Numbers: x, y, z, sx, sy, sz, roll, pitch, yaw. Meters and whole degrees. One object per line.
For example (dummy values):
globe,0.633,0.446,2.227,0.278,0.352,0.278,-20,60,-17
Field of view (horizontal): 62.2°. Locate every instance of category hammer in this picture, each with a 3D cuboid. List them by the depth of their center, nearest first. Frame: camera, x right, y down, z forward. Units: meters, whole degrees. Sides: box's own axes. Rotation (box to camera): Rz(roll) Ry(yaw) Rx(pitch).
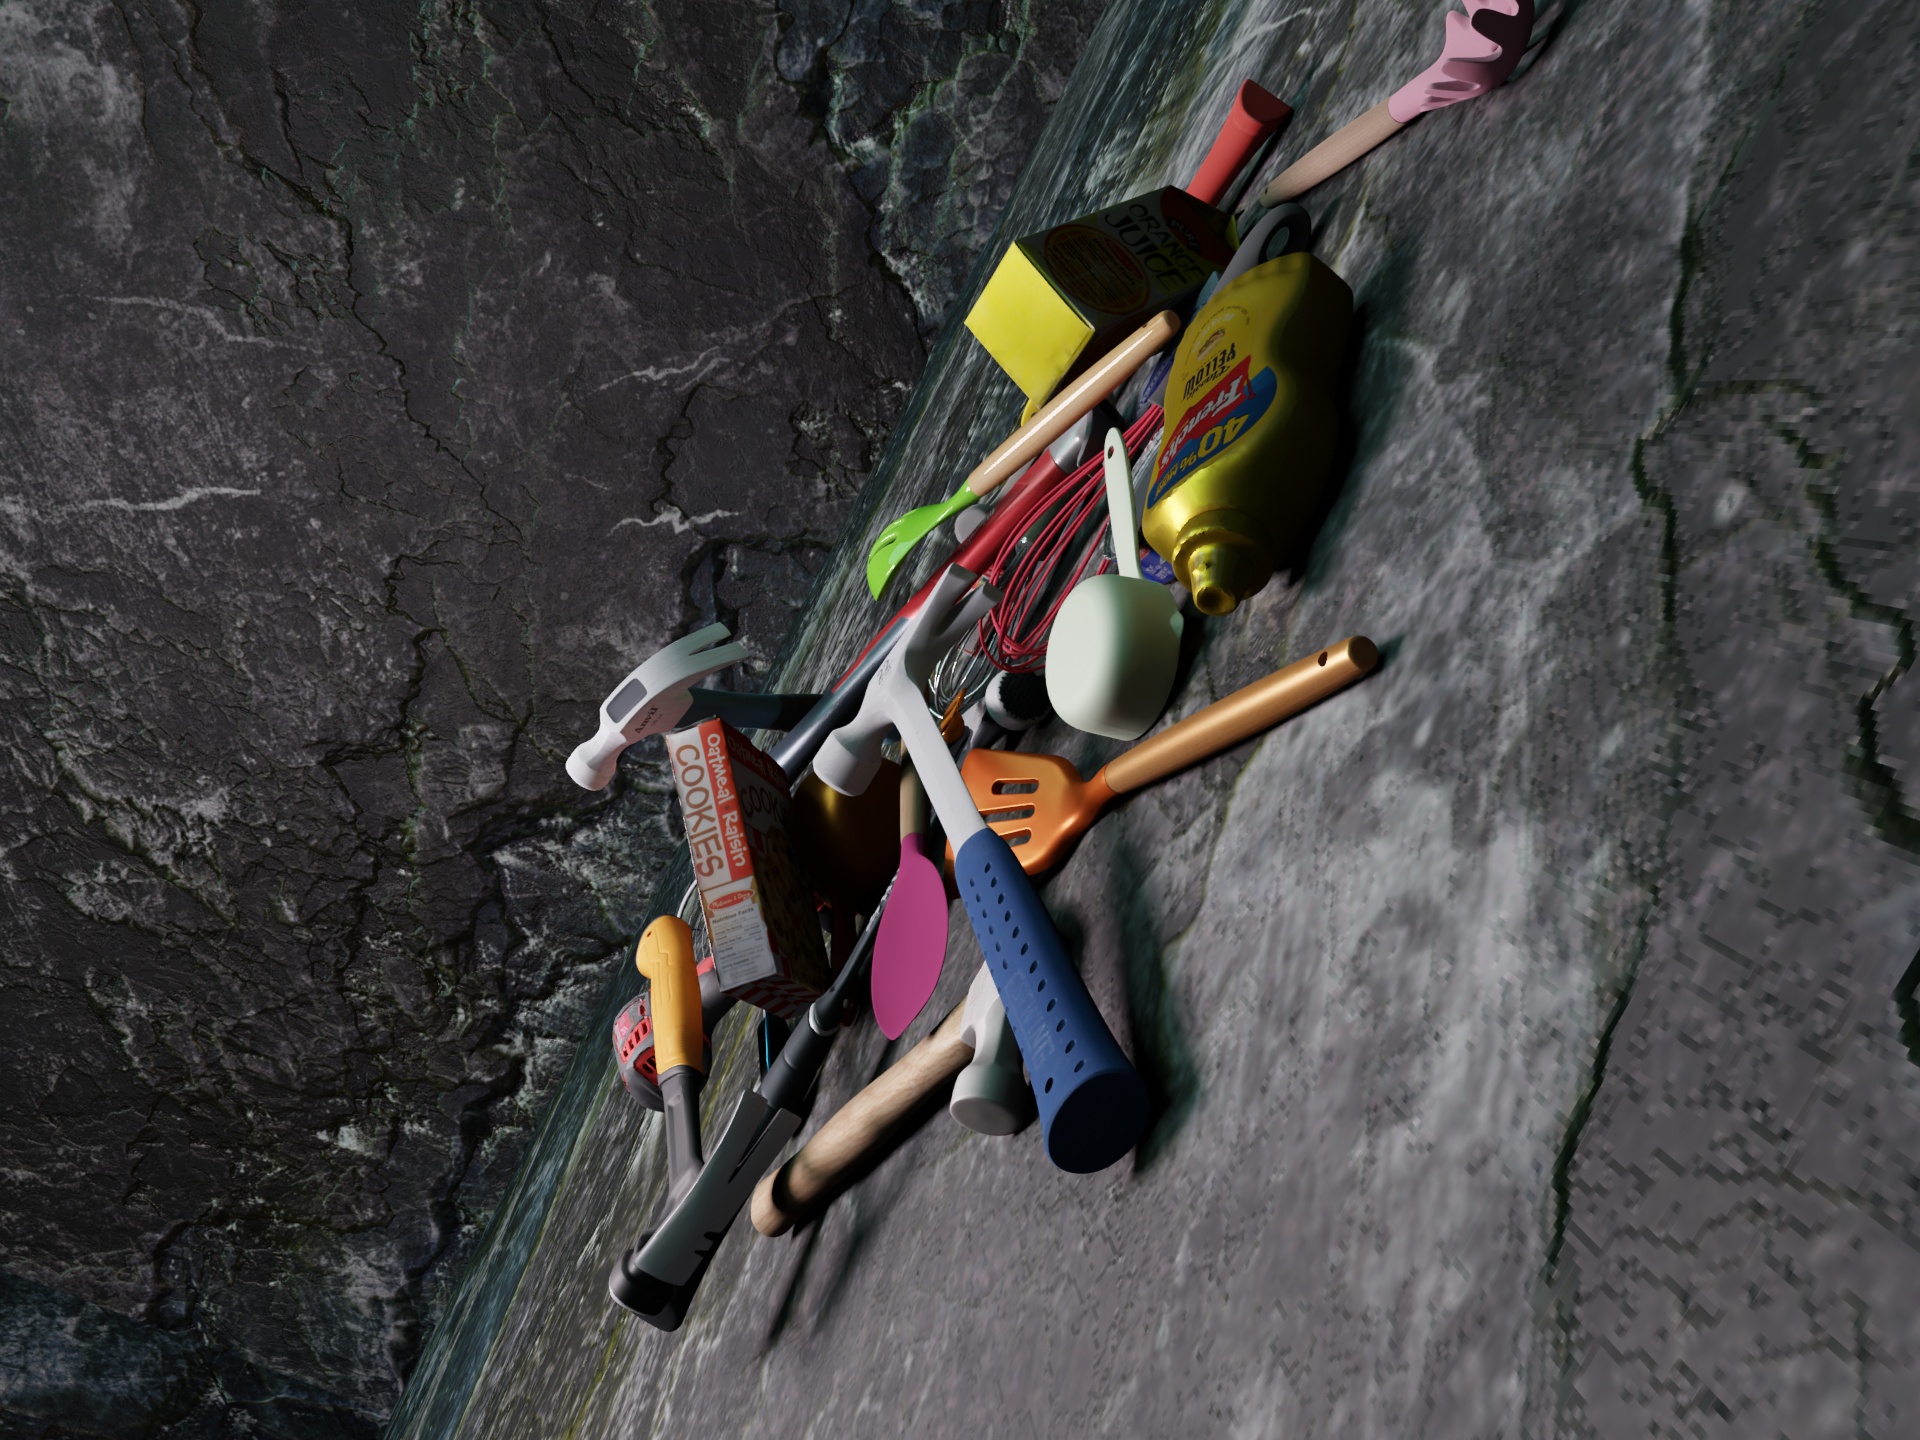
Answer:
hammer,0.007,0.049,0.705,0.144,0.035,0.406,-56,23,13
hammer,-0.038,0.191,0.793,0.331,0.031,0.130,-51,17,48
hammer,-0.071,0.153,0.909,0.409,0.036,0.149,-60,8,-18
hammer,-0.160,0.191,0.928,0.127,0.034,0.337,-54,21,7
hammer,-0.031,-0.056,1.038,0.386,0.038,0.143,-46,20,25
hammer,0.112,-0.277,1.119,0.359,0.037,0.149,-56,-1,23
hammer,-0.132,-0.005,1.149,0.128,0.033,0.331,-50,-24,20

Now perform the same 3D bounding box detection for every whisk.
whisk,0.102,-0.152,0.870,0.296,0.073,0.073,-57,12,8
whisk,0.044,-0.107,1.063,0.059,0.057,0.246,18,73,36

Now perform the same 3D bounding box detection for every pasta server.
pasta server,0.203,-0.302,0.796,0.316,0.040,0.060,-151,77,-80

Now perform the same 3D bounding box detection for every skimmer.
skimmer,-0.170,0.196,1.220,0.127,0.090,0.363,-49,13,2

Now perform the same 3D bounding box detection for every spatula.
spatula,0.070,0.017,0.672,0.322,0.041,0.081,144,139,-64

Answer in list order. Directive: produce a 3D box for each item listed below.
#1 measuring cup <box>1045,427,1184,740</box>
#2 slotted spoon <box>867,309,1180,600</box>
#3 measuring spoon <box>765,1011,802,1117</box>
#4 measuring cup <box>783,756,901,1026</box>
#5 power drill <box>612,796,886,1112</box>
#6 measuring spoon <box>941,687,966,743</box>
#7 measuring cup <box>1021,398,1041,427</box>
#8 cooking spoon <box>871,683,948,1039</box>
measuring cup,0.066,-0.072,0.759,0.083,0.038,0.168,135,137,-56
slotted spoon,0.025,-0.154,0.949,0.313,0.031,0.070,-33,21,49
measuring spoon,-0.116,0.205,1.033,0.042,0.021,0.129,104,162,-69
measuring cup,-0.060,0.105,1.015,0.052,0.095,0.174,-25,59,46
power drill,-0.160,0.165,1.125,0.219,0.078,0.143,-49,17,-5
measuring spoon,-0.001,-0.003,0.927,0.021,0.011,0.117,-54,4,10
measuring cup,0.091,-0.277,1.183,0.156,0.062,0.029,-57,24,22
cooking spoon,-0.024,0.051,0.856,0.068,0.017,0.319,-54,20,26
